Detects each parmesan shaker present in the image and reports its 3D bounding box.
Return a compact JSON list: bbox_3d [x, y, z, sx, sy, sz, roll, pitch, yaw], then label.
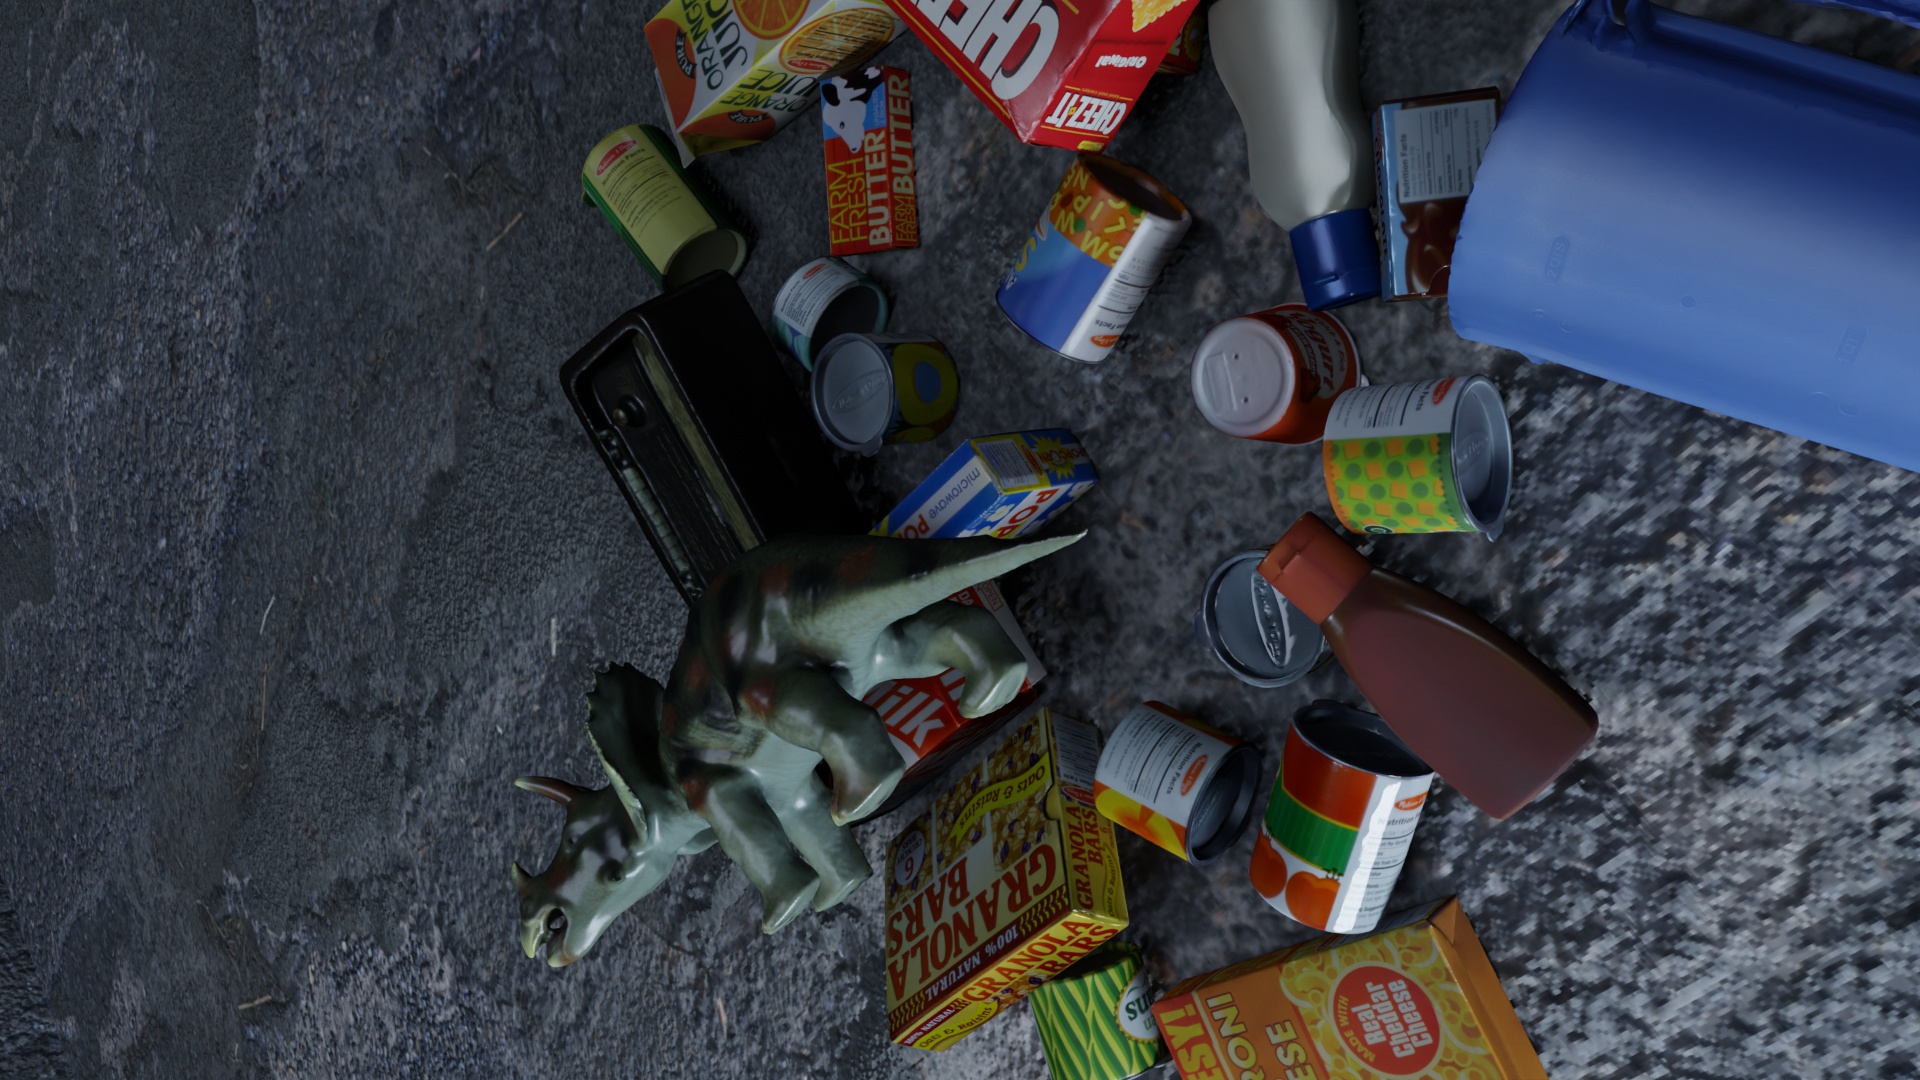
[{"bbox_3d":[-0.192,-0.209,0.899,0.103,0.071,0.071,51,125,21],"label":"parmesan shaker"}]

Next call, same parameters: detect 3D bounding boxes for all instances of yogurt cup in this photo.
[{"bbox_3d":[0.143,-0.076,0.643,0.072,0.054,0.072,7,101,40],"label":"yogurt cup"}]

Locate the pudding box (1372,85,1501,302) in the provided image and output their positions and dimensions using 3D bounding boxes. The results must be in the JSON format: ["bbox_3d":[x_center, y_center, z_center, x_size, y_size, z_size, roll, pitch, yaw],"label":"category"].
[{"bbox_3d":[0.202,-0.144,0.586,0.049,0.030,0.083,-5,94,10],"label":"pudding box"}]

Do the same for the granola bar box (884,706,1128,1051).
[{"bbox_3d":[0.017,0.187,0.760,0.164,0.039,0.125,-47,33,35],"label":"granola bar box"}]

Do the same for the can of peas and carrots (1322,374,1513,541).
[{"bbox_3d":[0.197,-0.033,0.596,0.058,0.071,0.071,-2,96,41],"label":"can of peas and carrots"}]

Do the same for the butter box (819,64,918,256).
[{"bbox_3d":[-0.053,-0.219,0.808,0.053,0.024,0.103,2,97,41],"label":"butter box"}]

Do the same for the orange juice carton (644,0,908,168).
[{"bbox_3d":[-0.119,-0.295,0.820,0.192,0.073,0.072,-23,82,41],"label":"orange juice carton"}]

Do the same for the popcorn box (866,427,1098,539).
[{"bbox_3d":[0.003,-0.009,0.752,0.126,0.085,0.038,-42,71,36],"label":"popcorn box"}]

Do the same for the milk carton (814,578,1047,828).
[{"bbox_3d":[-0.027,0.095,0.801,0.189,0.074,0.072,-43,70,36],"label":"milk carton"}]

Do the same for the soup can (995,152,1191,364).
[{"bbox_3d":[0.064,-0.142,0.692,0.071,0.071,0.083,47,123,25],"label":"soup can"}]

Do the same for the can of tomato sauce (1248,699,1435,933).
[{"bbox_3d":[0.174,0.126,0.640,0.071,0.071,0.082,25,113,35],"label":"can of tomato sauce"}]

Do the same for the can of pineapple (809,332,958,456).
[{"bbox_3d":[-0.043,-0.085,0.797,0.071,0.058,0.071,8,102,40],"label":"can of pineapple"}]

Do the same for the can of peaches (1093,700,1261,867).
[{"bbox_3d":[0.109,0.122,0.696,0.058,0.071,0.071,23,111,36],"label":"can of peaches"}]

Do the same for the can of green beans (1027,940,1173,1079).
[{"bbox_3d":[0.072,0.254,0.745,0.071,0.071,0.058,-19,84,41],"label":"can of green beans"}]

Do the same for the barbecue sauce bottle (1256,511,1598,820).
[{"bbox_3d":[0.196,0.049,0.602,0.149,0.044,0.064,42,114,12],"label":"barbecue sauce bottle"}]

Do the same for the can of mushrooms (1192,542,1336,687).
[{"bbox_3d":[0.150,0.035,0.668,0.071,0.033,0.071,8,102,39],"label":"can of mushrooms"}]

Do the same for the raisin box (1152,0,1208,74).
[{"bbox_3d":[0.079,-0.292,0.674,0.086,0.040,0.123,16,106,37],"label":"raisin box"}]

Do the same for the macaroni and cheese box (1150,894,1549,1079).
[{"bbox_3d":[0.188,0.255,0.665,0.166,0.040,0.124,-33,75,38],"label":"macaroni and cheese box"}]

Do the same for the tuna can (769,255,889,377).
[{"bbox_3d":[-0.075,-0.129,0.815,0.033,0.071,0.070,36,119,29],"label":"tuna can"}]

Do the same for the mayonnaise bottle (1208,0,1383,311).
[{"bbox_3d":[0.157,-0.179,0.625,0.064,0.041,0.148,-14,89,40],"label":"mayonnaise bottle"}]
